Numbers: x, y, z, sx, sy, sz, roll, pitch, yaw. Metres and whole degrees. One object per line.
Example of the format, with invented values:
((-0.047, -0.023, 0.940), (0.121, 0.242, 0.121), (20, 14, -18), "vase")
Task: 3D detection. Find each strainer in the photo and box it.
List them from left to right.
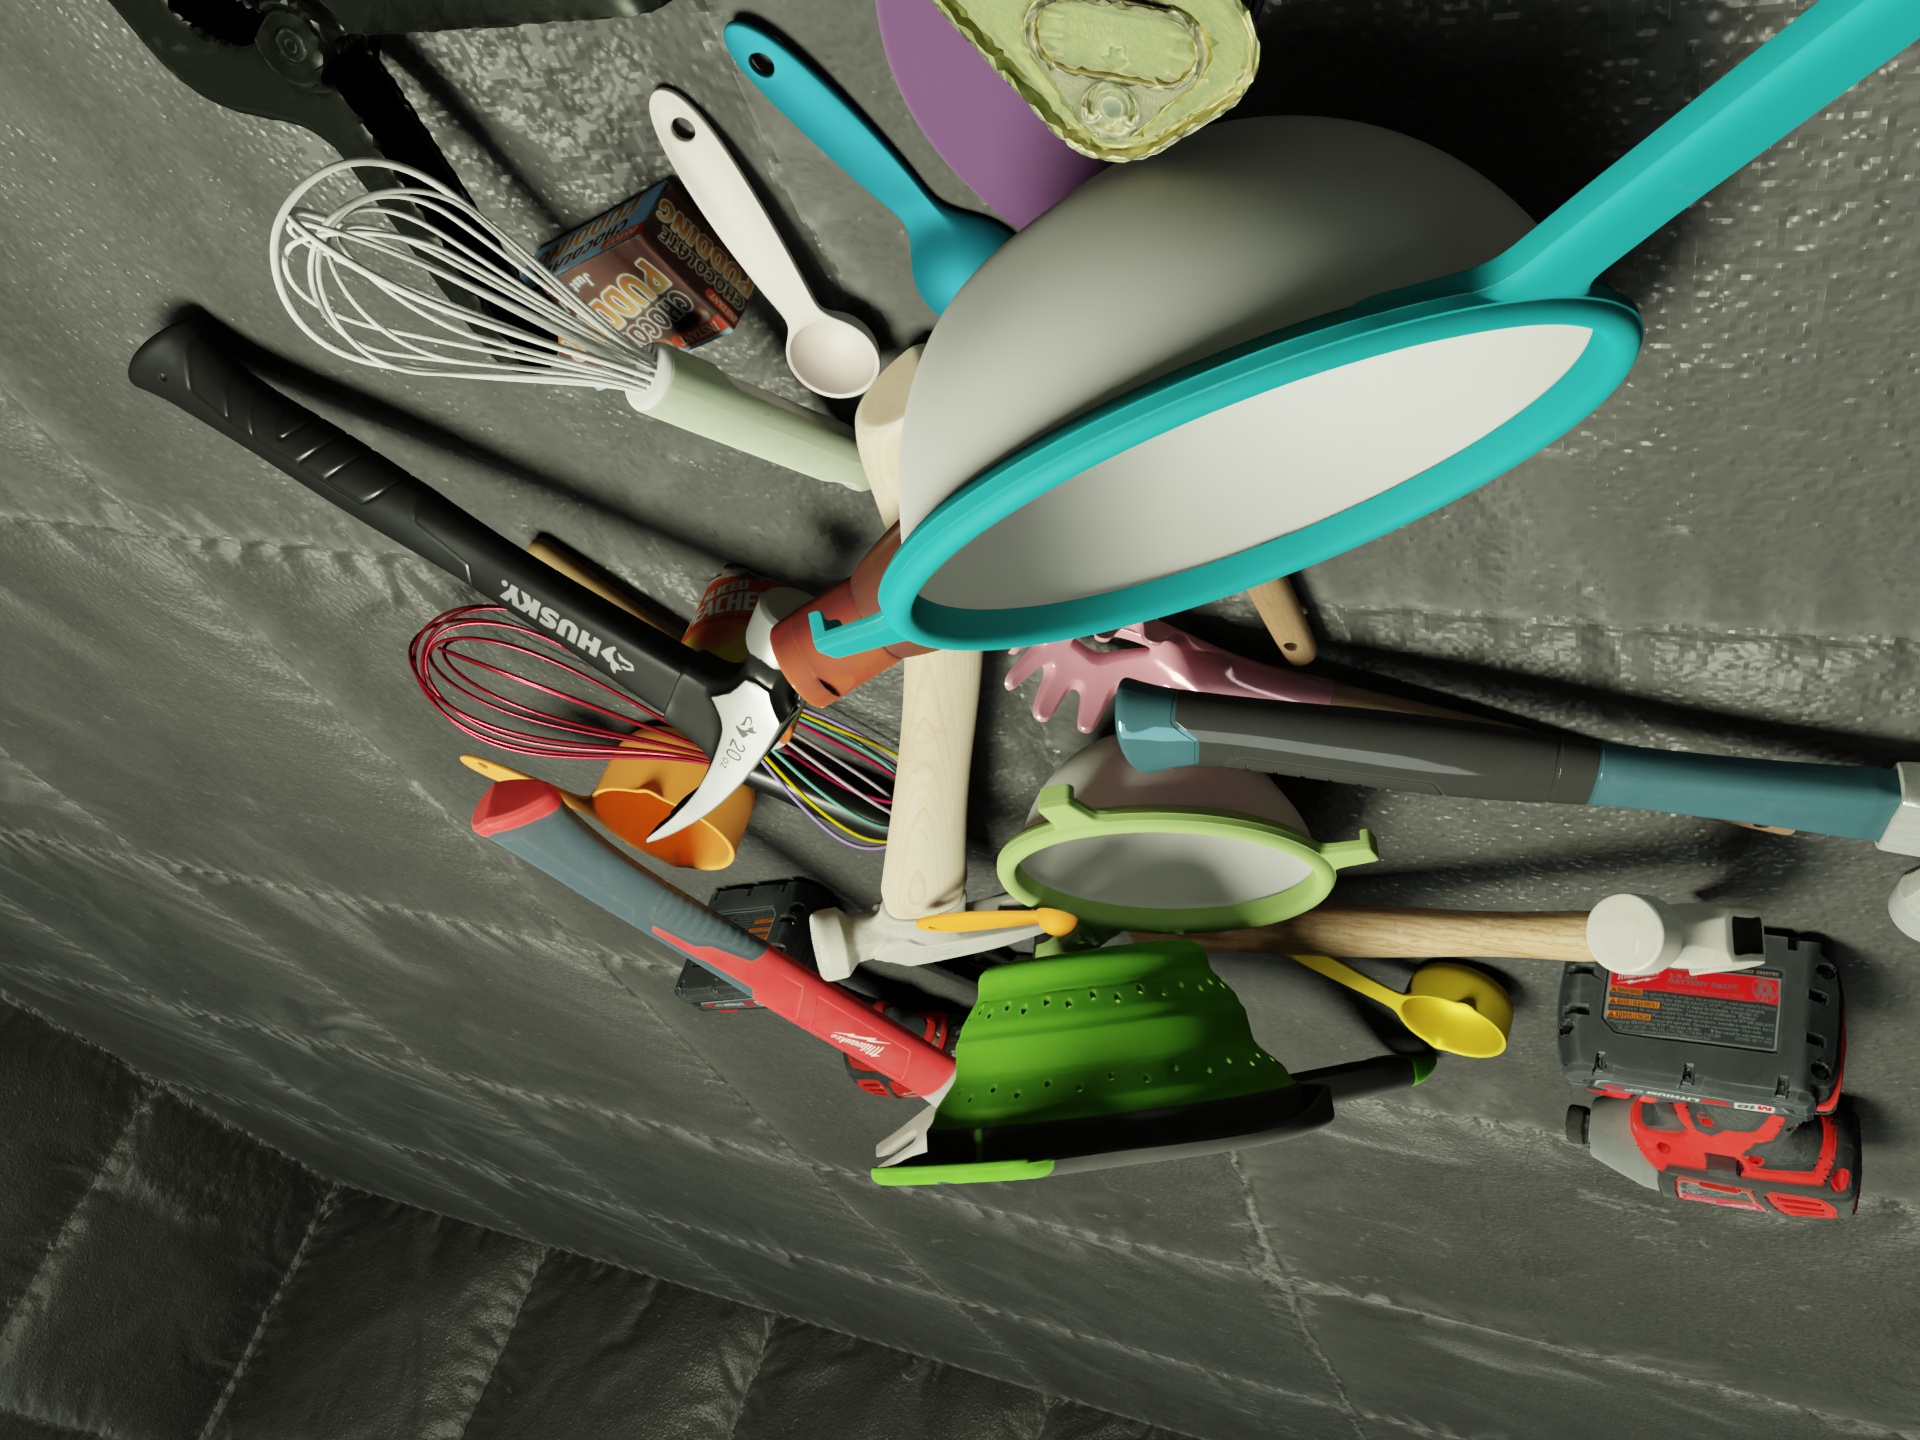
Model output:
((0.081, 0.064, 0.773), (0.151, 0.069, 0.256), (9, 157, -11), "strainer")
((0.095, -0.120, 0.389), (0.211, 0.095, 0.340), (-12, 167, -31), "strainer")

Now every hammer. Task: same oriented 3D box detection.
((-0.222, -0.074, 0.701), (0.335, 0.035, 0.146), (32, 127, 3), "hammer")
((-0.131, 0.158, 0.952), (0.386, 0.038, 0.143), (37, 114, -28), "hammer")
((-0.001, -0.002, 0.718), (0.146, 0.038, 0.410), (-11, 145, -10), "hammer")
((0.207, 0.099, 0.747), (0.130, 0.031, 0.331), (8, 170, -37), "hammer")
((0.223, 0.019, 0.599), (0.331, 0.033, 0.128), (6, 141, 12), "hammer")

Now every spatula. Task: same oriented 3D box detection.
((0.062, -0.119, 0.528), (0.060, 0.018, 0.315), (-6, 140, 32), "spatula")

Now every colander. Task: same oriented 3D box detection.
((0.126, 0.161, 0.816), (0.396, 0.094, 0.204), (4, 164, -44), "colander")

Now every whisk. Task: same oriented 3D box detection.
((-0.111, -0.119, 0.534), (0.058, 0.059, 0.246), (32, -168, 40), "whisk")
((-0.148, 0.011, 0.847), (0.295, 0.073, 0.073), (20, 151, -10), "whisk")
((-0.113, -0.015, 0.800), (0.244, 0.051, 0.047), (37, 140, -17), "whisk")

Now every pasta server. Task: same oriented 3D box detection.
((0.175, 0.005, 0.643), (0.316, 0.040, 0.060), (15, 142, 7), "pasta server")

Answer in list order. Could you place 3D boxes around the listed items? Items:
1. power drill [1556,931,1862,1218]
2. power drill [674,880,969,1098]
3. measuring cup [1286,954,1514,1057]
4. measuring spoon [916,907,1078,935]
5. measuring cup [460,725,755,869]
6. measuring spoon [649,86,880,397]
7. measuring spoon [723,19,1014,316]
((0.365, 0.182, 0.788), (0.143, 0.079, 0.219), (2, 149, 31), "power drill")
((-0.057, 0.196, 1.081), (0.188, 0.080, 0.226), (-12, 140, 45), "power drill")
((0.220, 0.130, 0.850), (0.156, 0.029, 0.062), (26, 152, 15), "measuring cup")
((0.014, 0.101, 0.775), (0.021, 0.011, 0.117), (27, 156, -32), "measuring spoon")
((-0.201, 0.030, 0.917), (0.173, 0.052, 0.095), (17, 151, 10), "measuring cup")
((-0.066, -0.164, 0.545), (0.034, 0.018, 0.124), (-14, 130, 28), "measuring spoon")
((-0.028, -0.167, 0.502), (0.128, 0.021, 0.042), (38, 147, -30), "measuring spoon")
